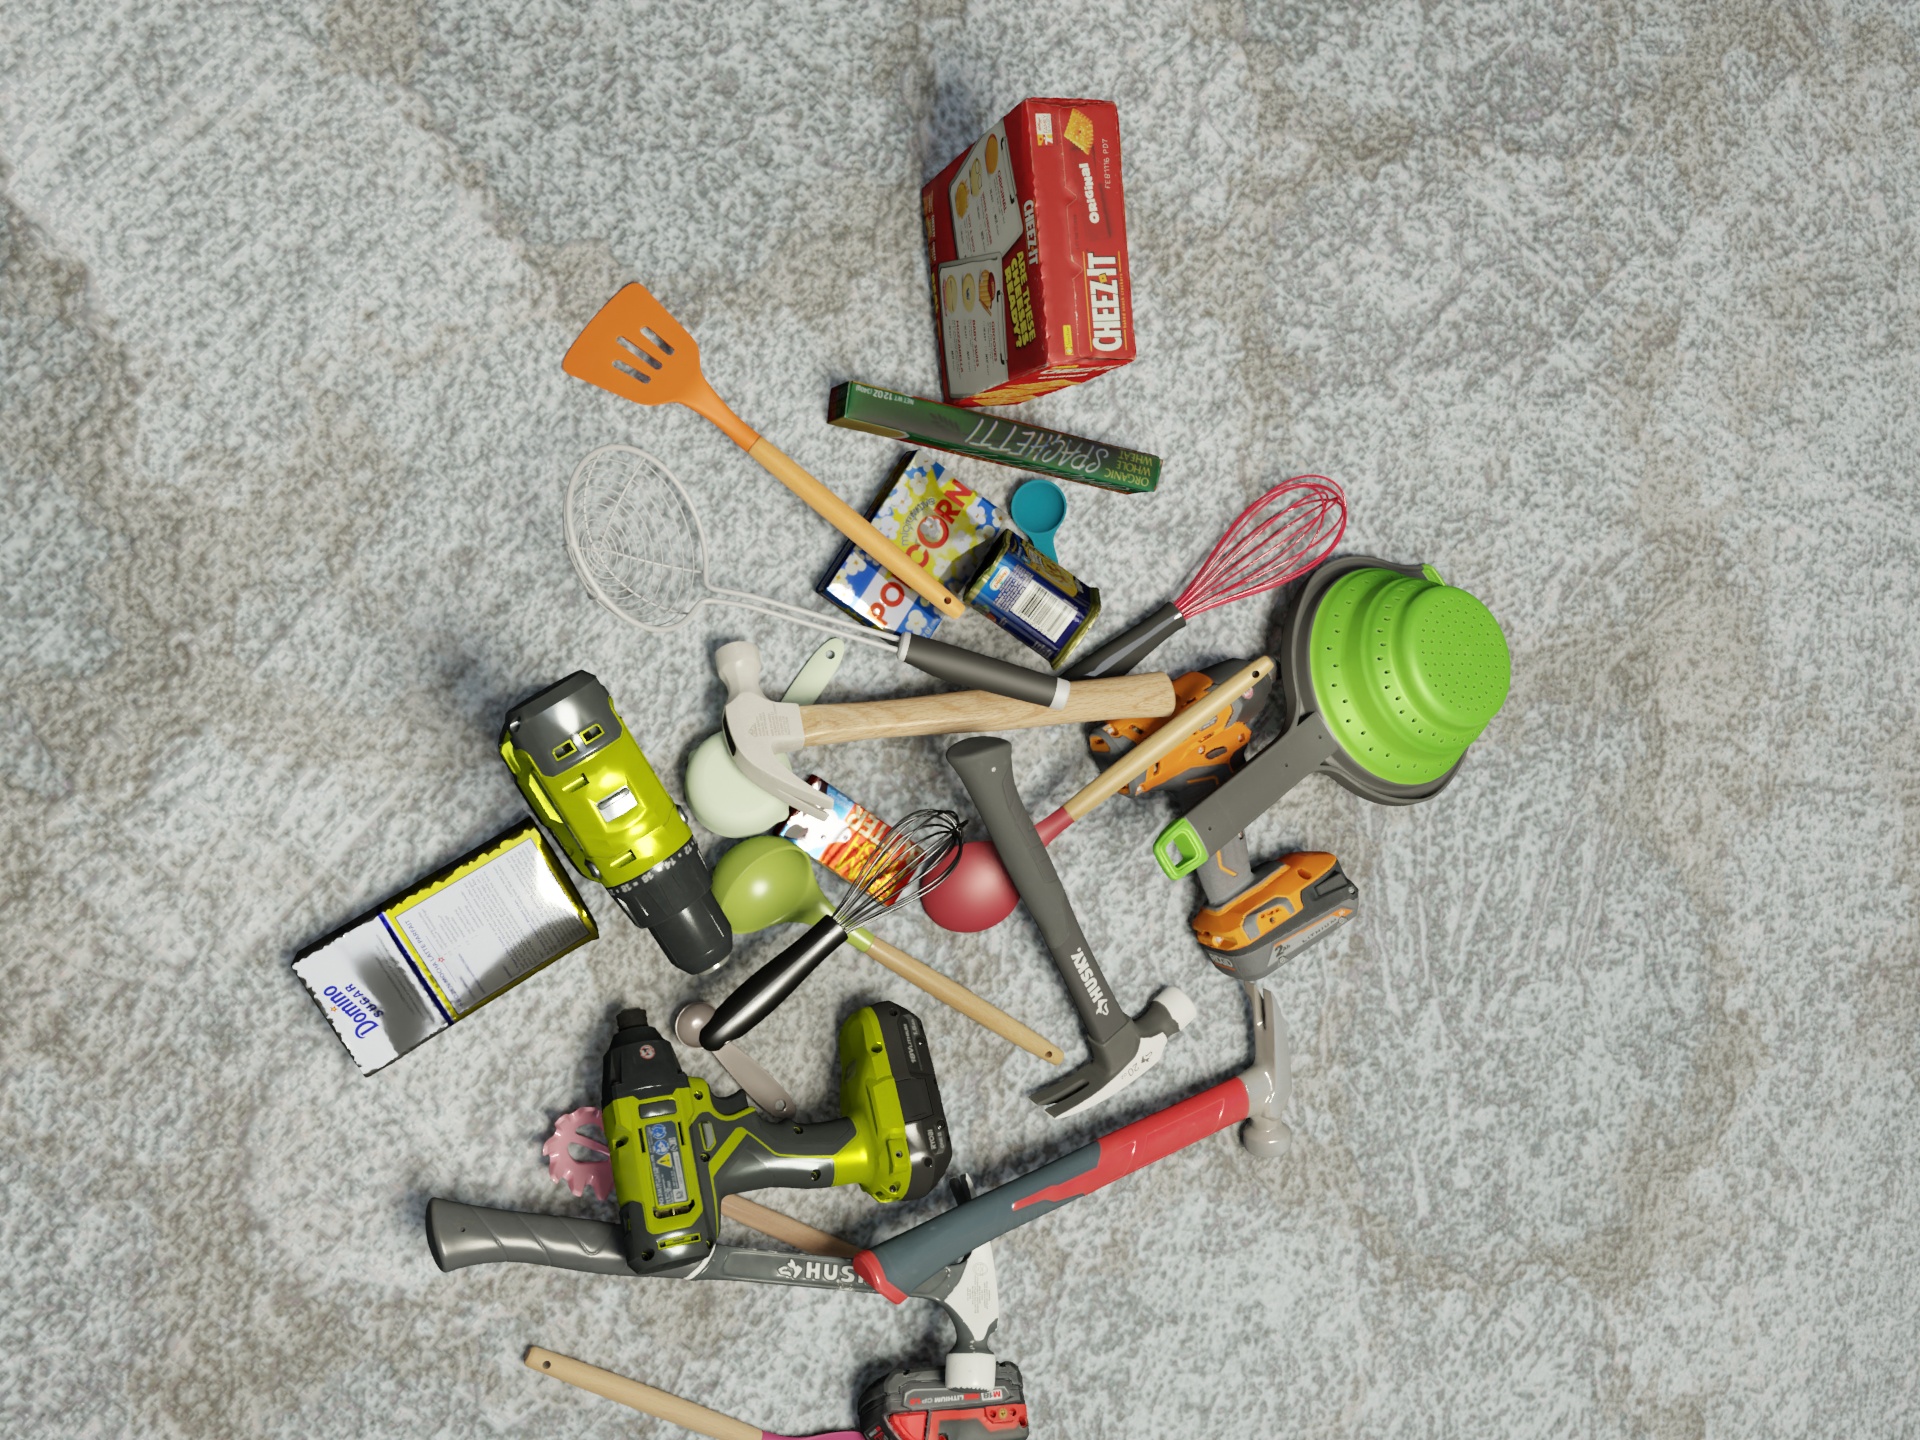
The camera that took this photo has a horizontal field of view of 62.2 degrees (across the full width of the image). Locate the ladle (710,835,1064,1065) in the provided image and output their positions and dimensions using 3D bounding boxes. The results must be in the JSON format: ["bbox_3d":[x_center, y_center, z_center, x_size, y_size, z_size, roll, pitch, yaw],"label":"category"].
[{"bbox_3d":[-0.044,0.181,1.161,0.320,0.062,0.078,34,98,-21],"label":"ladle"}]

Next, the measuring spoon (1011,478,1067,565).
[{"bbox_3d":[0.064,-0.120,1.204,0.042,0.021,0.128,-9,106,-2],"label":"measuring spoon"}]

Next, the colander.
[{"bbox_3d":[0.297,-0.001,1.188,0.397,0.094,0.204,-35,96,-31],"label":"colander"}]

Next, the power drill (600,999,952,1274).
[{"bbox_3d":[-0.131,0.270,1.094,0.223,0.080,0.171,-4,65,-26],"label":"power drill"}]

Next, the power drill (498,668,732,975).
[{"bbox_3d":[-0.218,0.060,1.000,0.080,0.228,0.190,-33,103,-15],"label":"power drill"}]

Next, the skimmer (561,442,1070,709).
[{"bbox_3d":[-0.089,-0.082,1.072,0.363,0.090,0.127,17,55,-9],"label":"skimmer"}]

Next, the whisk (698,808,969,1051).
[{"bbox_3d":[-0.085,0.143,1.091,0.239,0.055,0.055,-41,105,-16],"label":"whisk"}]

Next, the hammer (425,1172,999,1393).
[{"bbox_3d":[-0.159,0.367,1.093,0.408,0.036,0.149,14,61,-21],"label":"hammer"}]

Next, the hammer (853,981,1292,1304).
[{"bbox_3d":[0.093,0.318,1.176,0.386,0.038,0.143,-16,107,-30],"label":"hammer"}]

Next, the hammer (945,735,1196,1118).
[{"bbox_3d":[0.064,0.147,1.151,0.146,0.035,0.334,-38,123,-19],"label":"hammer"}]

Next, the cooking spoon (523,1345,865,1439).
[{"bbox_3d":[-0.170,0.514,1.156,0.318,0.017,0.069,30,83,-19],"label":"cooking spoon"}]

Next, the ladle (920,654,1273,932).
[{"bbox_3d":[0.101,0.053,1.165,0.315,0.031,0.069,-38,101,5],"label":"ladle"}]

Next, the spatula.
[{"bbox_3d":[-0.125,-0.175,1.102,0.322,0.041,0.081,39,81,-12],"label":"spatula"}]

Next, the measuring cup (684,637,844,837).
[{"bbox_3d":[-0.130,0.006,1.123,0.083,0.038,0.167,34,76,-2],"label":"measuring cup"}]

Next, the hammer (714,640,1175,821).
[{"bbox_3d":[-0.002,-0.004,1.129,0.331,0.031,0.130,-5,64,-17],"label":"hammer"}]

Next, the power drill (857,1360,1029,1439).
[{"bbox_3d":[-0.022,0.581,1.116,0.187,0.080,0.227,3,55,-19],"label":"power drill"}]

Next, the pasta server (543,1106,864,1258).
[{"bbox_3d":[-0.155,0.354,1.141,0.316,0.040,0.060,30,78,-19],"label":"pasta server"}]

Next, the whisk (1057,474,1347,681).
[{"bbox_3d":[0.182,-0.093,1.225,0.296,0.073,0.073,-36,104,-8],"label":"whisk"}]

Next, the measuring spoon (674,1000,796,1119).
[{"bbox_3d":[-0.162,0.247,1.148,0.034,0.018,0.124,-47,113,-18],"label":"measuring spoon"}]

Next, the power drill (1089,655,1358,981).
[{"bbox_3d":[0.217,0.067,1.233,0.164,0.084,0.226,-30,98,-15],"label":"power drill"}]
